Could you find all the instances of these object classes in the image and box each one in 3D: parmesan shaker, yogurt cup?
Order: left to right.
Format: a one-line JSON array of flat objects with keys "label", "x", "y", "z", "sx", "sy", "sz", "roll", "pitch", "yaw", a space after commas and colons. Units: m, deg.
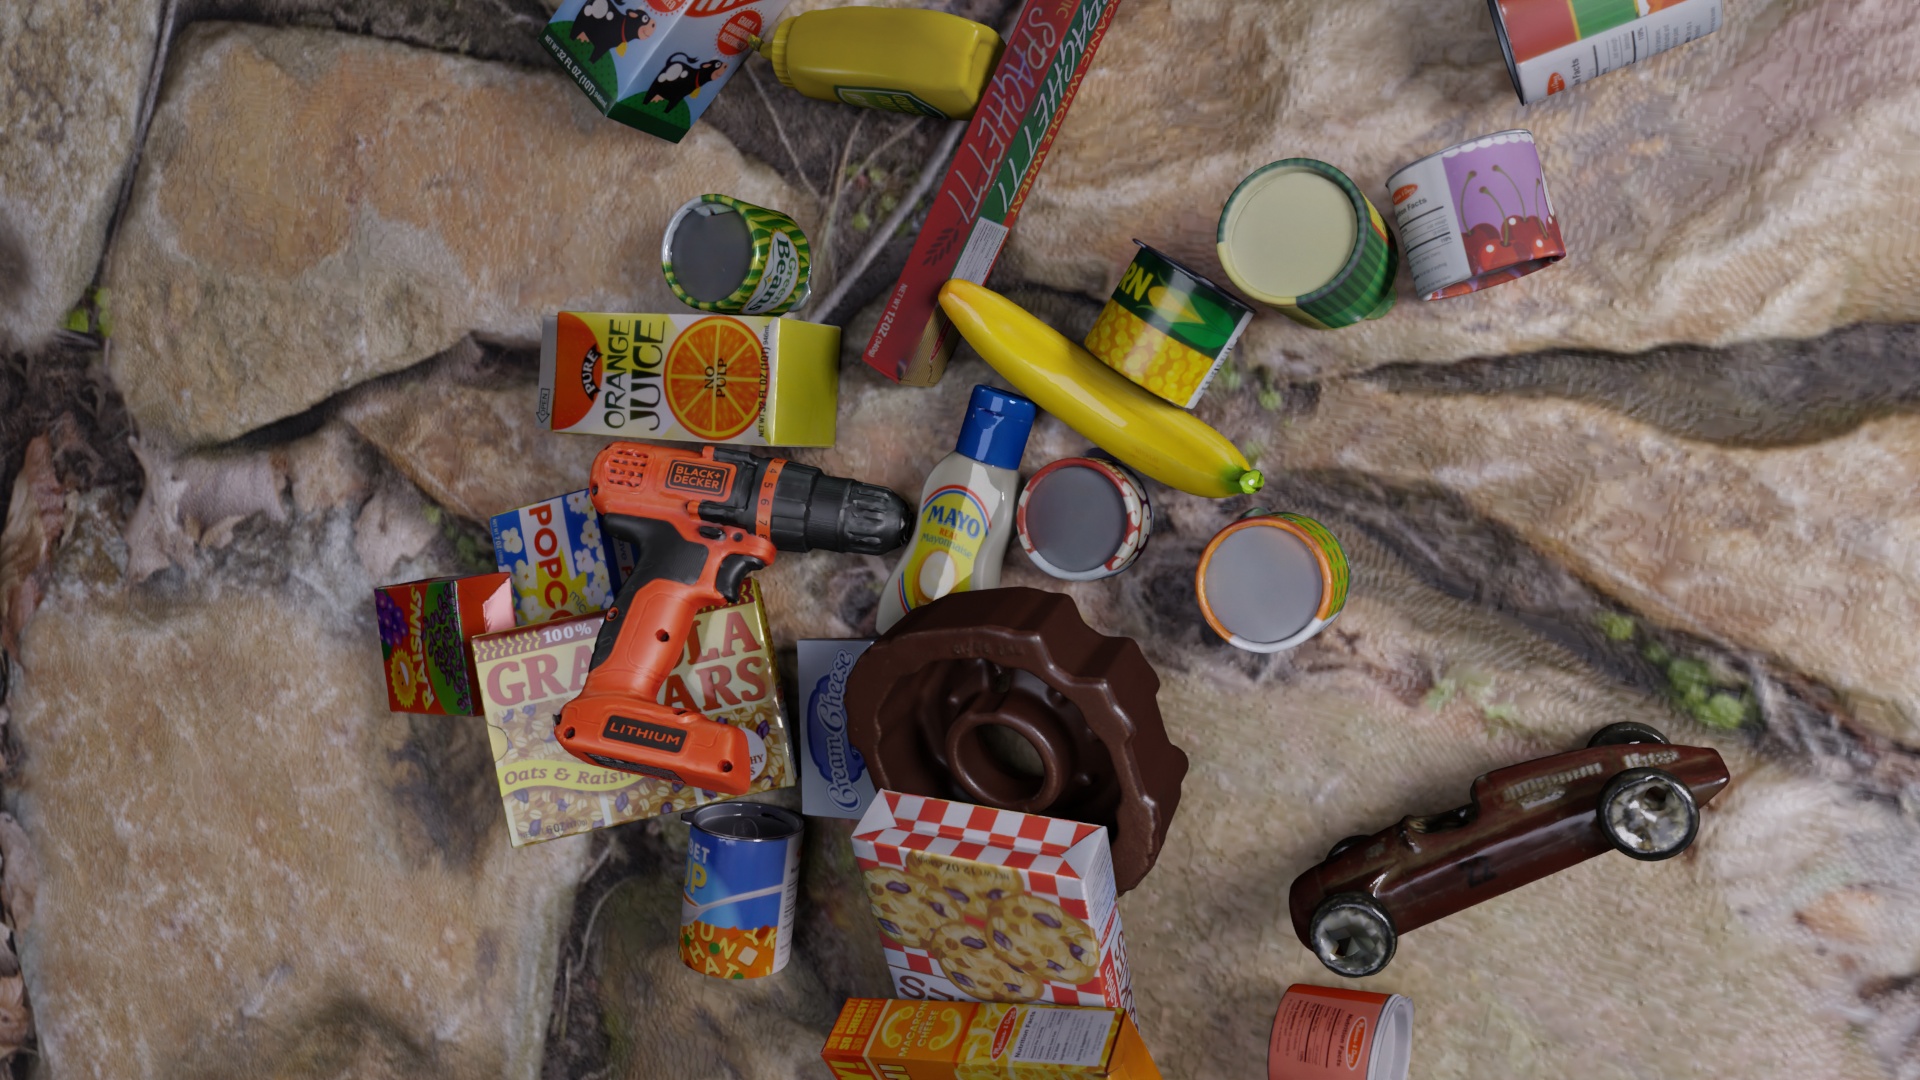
[{"label": "parmesan shaker", "x": 0.165, "y": -0.134, "z": 0.644, "sx": 0.071, "sy": 0.103, "sz": 0.071, "roll": 1, "pitch": 93, "yaw": 24}, {"label": "yogurt cup", "x": 0.184, "y": 0.249, "z": 0.675, "sx": 0.054, "sy": 0.072, "sz": 0.072, "roll": 5, "pitch": 95, "yaw": 32}]

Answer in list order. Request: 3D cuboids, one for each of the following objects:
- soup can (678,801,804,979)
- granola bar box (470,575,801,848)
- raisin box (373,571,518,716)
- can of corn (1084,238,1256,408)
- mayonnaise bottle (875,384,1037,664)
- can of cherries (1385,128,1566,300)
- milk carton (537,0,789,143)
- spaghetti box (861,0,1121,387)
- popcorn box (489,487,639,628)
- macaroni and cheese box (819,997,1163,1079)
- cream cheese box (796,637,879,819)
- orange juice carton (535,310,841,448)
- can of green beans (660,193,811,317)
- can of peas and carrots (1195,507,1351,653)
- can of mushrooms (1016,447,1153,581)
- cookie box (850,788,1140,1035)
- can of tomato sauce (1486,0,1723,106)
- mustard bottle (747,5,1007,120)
[{"label": "soup can", "x": -0.130, "y": 0.202, "z": 0.807, "sx": 0.071, "sy": 0.071, "sz": 0.083, "roll": 10, "pitch": 97, "yaw": 23}, {"label": "granola bar box", "x": -0.187, "y": 0.098, "z": 0.806, "sx": 0.166, "sy": 0.039, "sz": 0.124, "roll": -12, "pitch": 86, "yaw": -4}, {"label": "raisin box", "x": -0.325, "y": 0.066, "z": 0.881, "sx": 0.123, "sy": 0.040, "sz": 0.086, "roll": -6, "pitch": 93, "yaw": 45}, {"label": "can of corn", "x": 0.101, "y": -0.108, "z": 0.692, "sx": 0.071, "sy": 0.071, "sz": 0.058, "roll": 36, "pitch": 106, "yaw": 18}, {"label": "mayonnaise bottle", "x": 0.003, "y": -0.009, "z": 0.754, "sx": 0.065, "sy": 0.041, "sz": 0.147, "roll": 21, "pitch": 101, "yaw": 21}, {"label": "can of cherries", "x": 0.237, "y": -0.147, "z": 0.633, "sx": 0.071, "sy": 0.071, "sz": 0.058, "roll": -16, "pitch": 86, "yaw": 24}, {"label": "milk carton", "x": -0.145, "y": -0.327, "z": 0.789, "sx": 0.190, "sy": 0.073, "sz": 0.072, "roll": -47, "pitch": 75, "yaw": 18}, {"label": "spaghetti box", "x": 0.020, "y": -0.198, "z": 0.734, "sx": 0.029, "sy": 0.050, "sz": 0.249, "roll": 31, "pitch": 104, "yaw": 18}, {"label": "popcorn box", "x": -0.238, "y": 0.036, "z": 0.864, "sx": 0.085, "sy": 0.038, "sz": 0.126, "roll": -13, "pitch": 87, "yaw": 23}, {"label": "macaroni and cheese box", "x": 0.027, "y": 0.293, "z": 0.719, "sx": 0.166, "sy": 0.040, "sz": 0.123, "roll": -9, "pitch": 121, "yaw": 31}, {"label": "cream cheese box", "x": -0.065, "y": 0.107, "z": 0.799, "sx": 0.053, "sy": 0.024, "sz": 0.103, "roll": -1, "pitch": 91, "yaw": 25}, {"label": "orange juice carton", "x": -0.170, "y": -0.095, "z": 0.810, "sx": 0.193, "sy": 0.073, "sz": 0.071, "roll": 5, "pitch": 95, "yaw": 24}, {"label": "can of green beans", "x": -0.128, "y": -0.162, "z": 0.797, "sx": 0.071, "sy": 0.058, "sz": 0.071, "roll": 1, "pitch": 93, "yaw": 24}, {"label": "can of peas and carrots", "x": 0.152, "y": 0.017, "z": 0.680, "sx": 0.071, "sy": 0.059, "sz": 0.071, "roll": 1, "pitch": 93, "yaw": 23}, {"label": "can of mushrooms", "x": 0.065, "y": -0.014, "z": 0.731, "sx": 0.071, "sy": 0.033, "sz": 0.071, "roll": 1, "pitch": 93, "yaw": 25}, {"label": "cookie box", "x": 0.022, "y": 0.208, "z": 0.714, "sx": 0.123, "sy": 0.040, "sz": 0.166, "roll": 4, "pitch": 126, "yaw": 24}, {"label": "can of tomato sauce", "x": 0.279, "y": -0.240, "z": 0.609, "sx": 0.083, "sy": 0.071, "sz": 0.071, "roll": -17, "pitch": 85, "yaw": 23}, {"label": "mustard bottle", "x": -0.052, "y": -0.262, "z": 0.759, "sx": 0.160, "sy": 0.065, "sz": 0.048, "roll": 15, "pitch": 93, "yaw": 28}]
